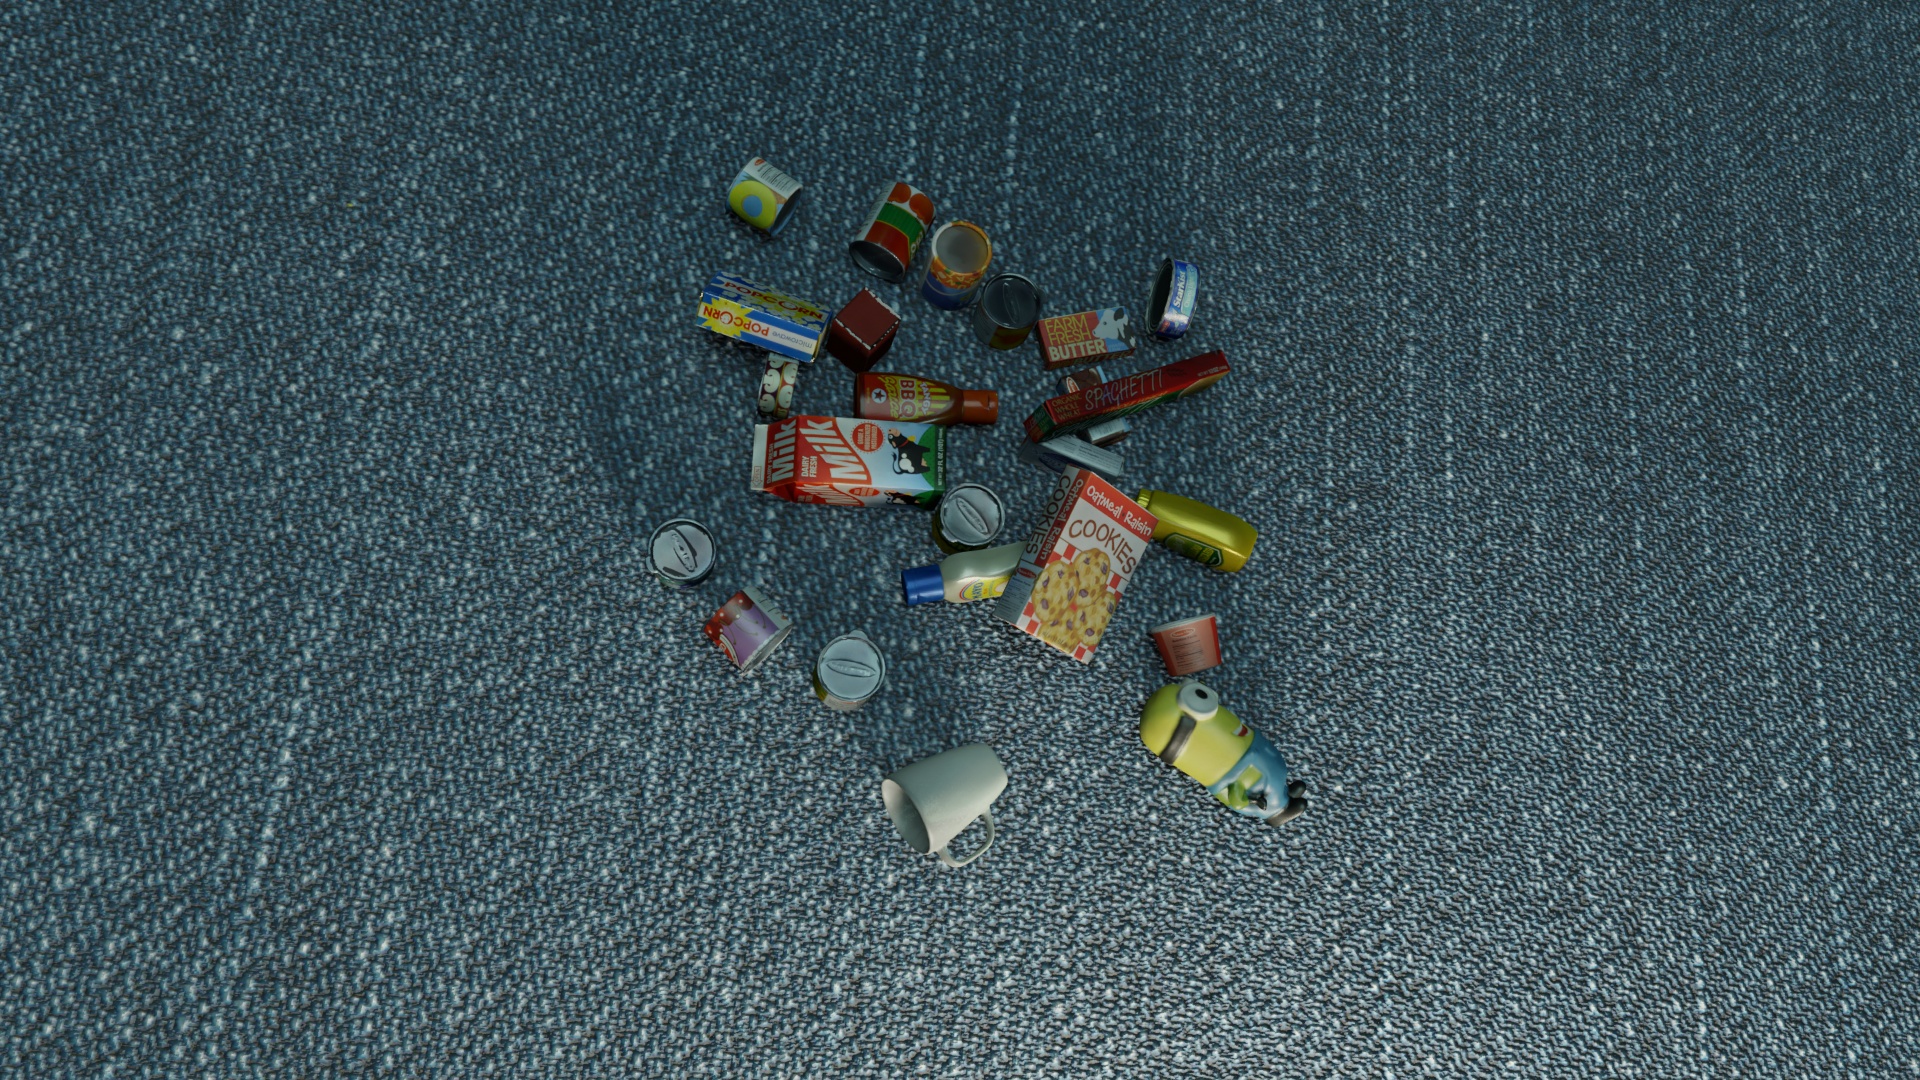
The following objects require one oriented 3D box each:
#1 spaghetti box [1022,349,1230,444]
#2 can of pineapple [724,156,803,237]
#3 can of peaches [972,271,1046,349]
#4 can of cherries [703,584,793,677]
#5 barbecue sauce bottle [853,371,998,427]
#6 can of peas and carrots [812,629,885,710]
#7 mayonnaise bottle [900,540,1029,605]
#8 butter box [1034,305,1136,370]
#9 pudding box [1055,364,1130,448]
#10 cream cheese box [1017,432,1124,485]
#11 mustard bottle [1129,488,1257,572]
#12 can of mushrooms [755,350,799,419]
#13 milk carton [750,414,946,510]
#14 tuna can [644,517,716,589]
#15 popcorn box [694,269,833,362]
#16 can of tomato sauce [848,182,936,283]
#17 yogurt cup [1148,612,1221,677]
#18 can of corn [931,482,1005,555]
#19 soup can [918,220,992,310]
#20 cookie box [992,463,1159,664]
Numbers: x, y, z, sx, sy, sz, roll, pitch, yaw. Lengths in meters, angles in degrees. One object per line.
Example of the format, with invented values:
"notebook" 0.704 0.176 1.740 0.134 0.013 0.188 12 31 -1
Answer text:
"spaghetti box" 0.177 -0.153 1.458 0.251 0.050 0.029 -19 78 -31
"can of pineapple" -0.209 -0.362 1.472 0.058 0.070 0.071 33 71 0
"can of peaches" 0.052 -0.246 1.490 0.071 0.058 0.071 3 73 -10
"can of cherries" -0.206 0.087 1.338 0.058 0.071 0.072 44 71 4
"barbecue sauce bottle" -0.036 -0.141 1.450 0.149 0.043 0.065 2 73 -11
"can of peas and carrots" -0.109 0.126 1.349 0.071 0.058 0.071 3 73 -10
"mayonnaise bottle" 0.016 0.036 1.399 0.148 0.064 0.041 -10 58 -9
"butter box" 0.136 -0.221 1.516 0.104 0.024 0.053 -12 76 -14
"pudding box" 0.143 -0.142 1.491 0.050 0.030 0.084 -21 79 -15
"cream cheese box" 0.116 -0.087 1.458 0.104 0.053 0.024 22 70 -4
"mustard bottle" 0.227 -0.018 1.456 0.160 0.065 0.049 22 66 4
"can of mushrooms" -0.186 -0.155 1.414 0.033 0.071 0.071 12 72 -8
"milk carton" -0.113 -0.078 1.401 0.191 0.073 0.072 4 73 -9
"tuna can" -0.275 0.014 1.364 0.071 0.032 0.071 3 73 -10
"popcorn box" -0.199 -0.230 1.423 0.127 0.038 0.085 18 26 -5
"can of tomato sauce" -0.070 -0.330 1.488 0.071 0.071 0.083 27 70 -2
"yogurt cup" 0.234 0.107 1.418 0.072 0.072 0.054 -14 85 -14
"can of corn" 0.005 -0.018 1.413 0.071 0.058 0.071 3 74 -10
"soup can" -0.003 -0.291 1.479 0.071 0.083 0.071 3 74 -10
"cookie box" 0.116 0.024 1.377 0.123 0.040 0.167 31 84 -43
